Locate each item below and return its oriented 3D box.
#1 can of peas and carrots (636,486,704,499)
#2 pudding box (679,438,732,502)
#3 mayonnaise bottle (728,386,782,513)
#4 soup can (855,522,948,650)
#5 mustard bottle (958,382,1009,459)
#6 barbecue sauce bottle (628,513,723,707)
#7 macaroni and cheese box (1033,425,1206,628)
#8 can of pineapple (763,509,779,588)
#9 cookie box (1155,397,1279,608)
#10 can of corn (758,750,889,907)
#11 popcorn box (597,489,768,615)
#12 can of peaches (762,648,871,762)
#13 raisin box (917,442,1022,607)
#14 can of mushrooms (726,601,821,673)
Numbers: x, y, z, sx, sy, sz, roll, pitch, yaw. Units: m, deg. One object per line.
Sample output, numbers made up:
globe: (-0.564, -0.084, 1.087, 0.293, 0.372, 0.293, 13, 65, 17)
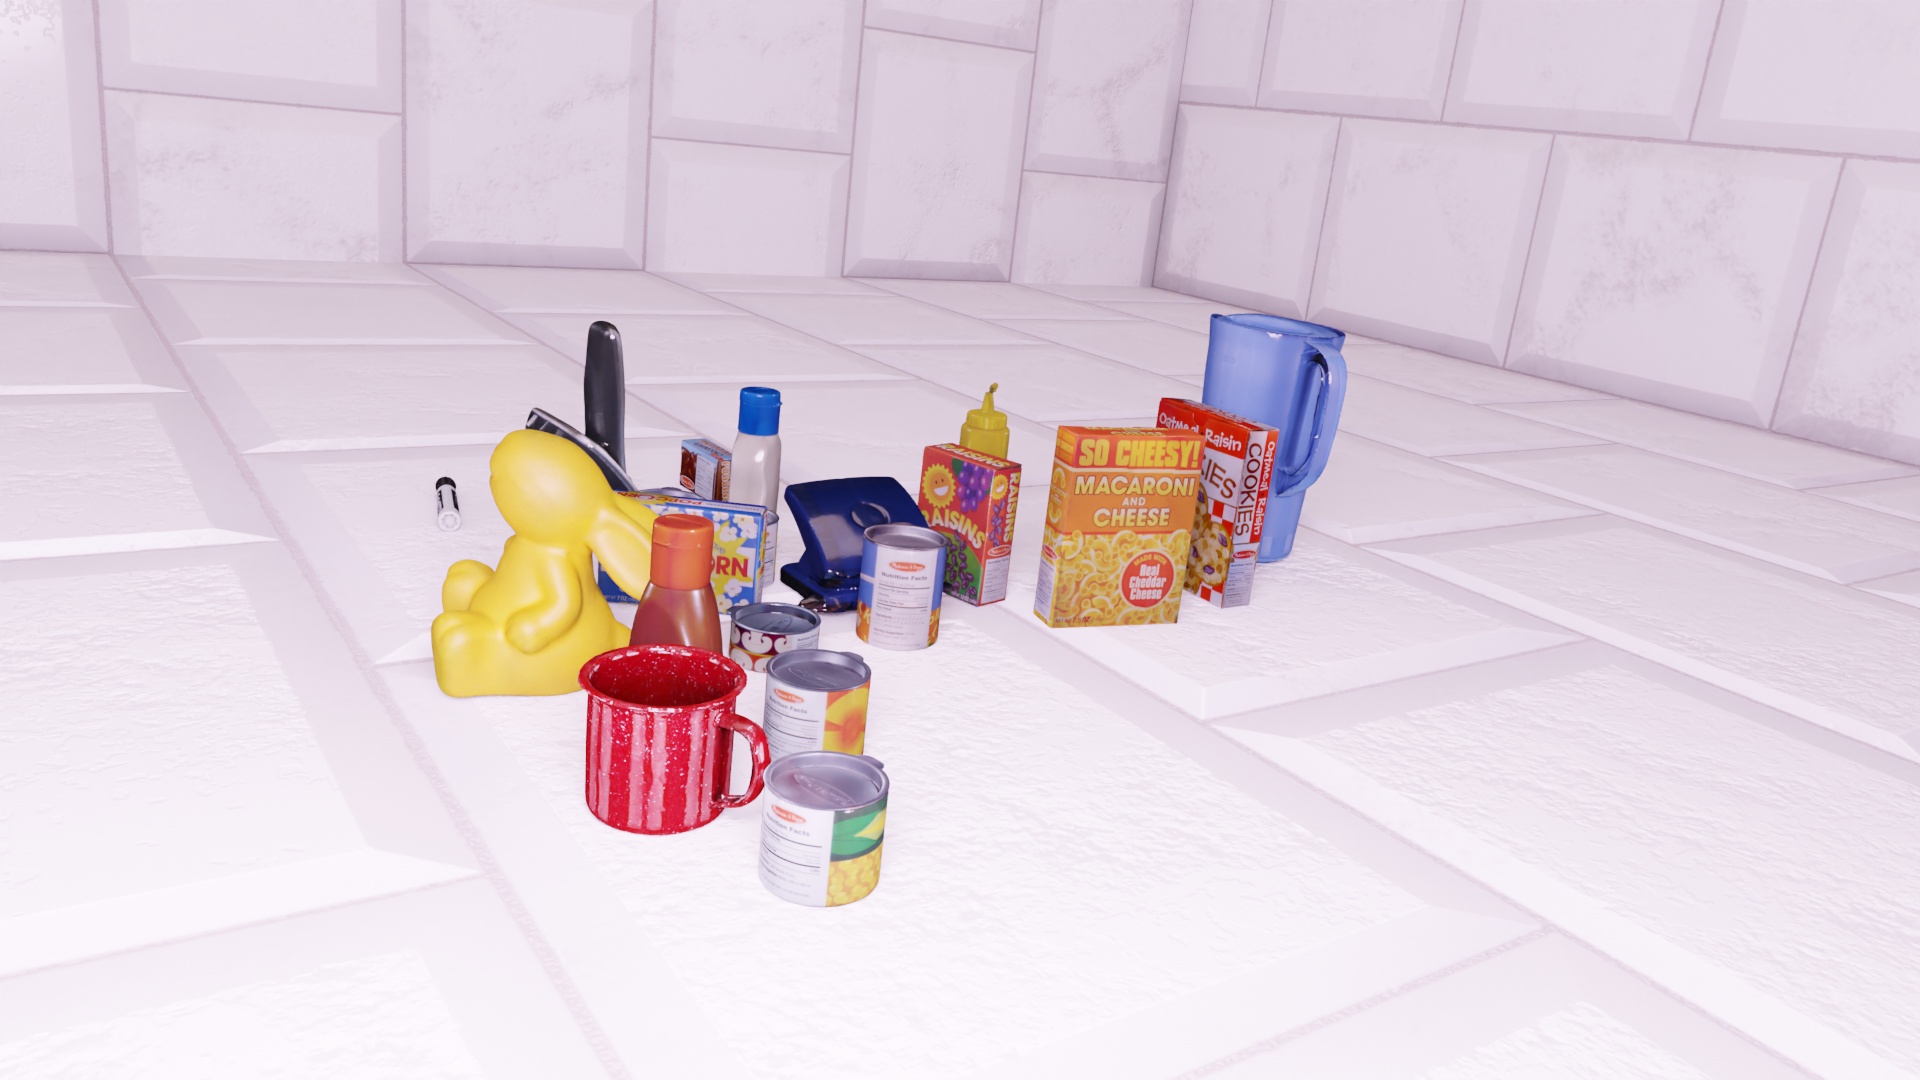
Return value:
can of peas and carrots: (-0.255, -0.009, 1.198, 0.071, 0.058, 0.071, 6, 17, -2)
pudding box: (-0.255, -0.071, 1.415, 0.030, 0.049, 0.084, -6, 21, -36)
mayonnaise bottle: (-0.184, -0.062, 1.245, 0.041, 0.147, 0.065, 9, 17, 8)
soup can: (-0.046, 0.035, 1.086, 0.071, 0.083, 0.071, 6, 16, -2)
mustard bottle: (0.020, -0.075, 1.342, 0.049, 0.159, 0.065, 6, 16, -2)
barbecue sauce bottle: (-0.173, 0.059, 0.849, 0.065, 0.148, 0.044, 16, 19, 28)
macaroni and cheese box: (0.132, -0.012, 1.165, 0.124, 0.165, 0.040, -1, 18, -22)
can of pineapple: (-0.189, 0.005, 1.177, 0.071, 0.057, 0.071, 6, 17, -2)
cookie box: (0.224, -0.037, 1.280, 0.040, 0.166, 0.123, -4, 20, -33)
can of corn: (-0.071, 0.152, 0.738, 0.071, 0.058, 0.071, 6, 17, -2)
popcorn box: (-0.220, 0.010, 1.102, 0.127, 0.085, 0.038, 6, 16, 0)
can of peaches: (-0.090, 0.107, 0.879, 0.071, 0.058, 0.071, 6, 17, -2)
raisin box: (0.004, -0.015, 1.202, 0.086, 0.123, 0.040, 21, 22, 40)
can of mushrooms: (-0.139, 0.071, 1.021, 0.071, 0.033, 0.071, 6, 17, -2)
